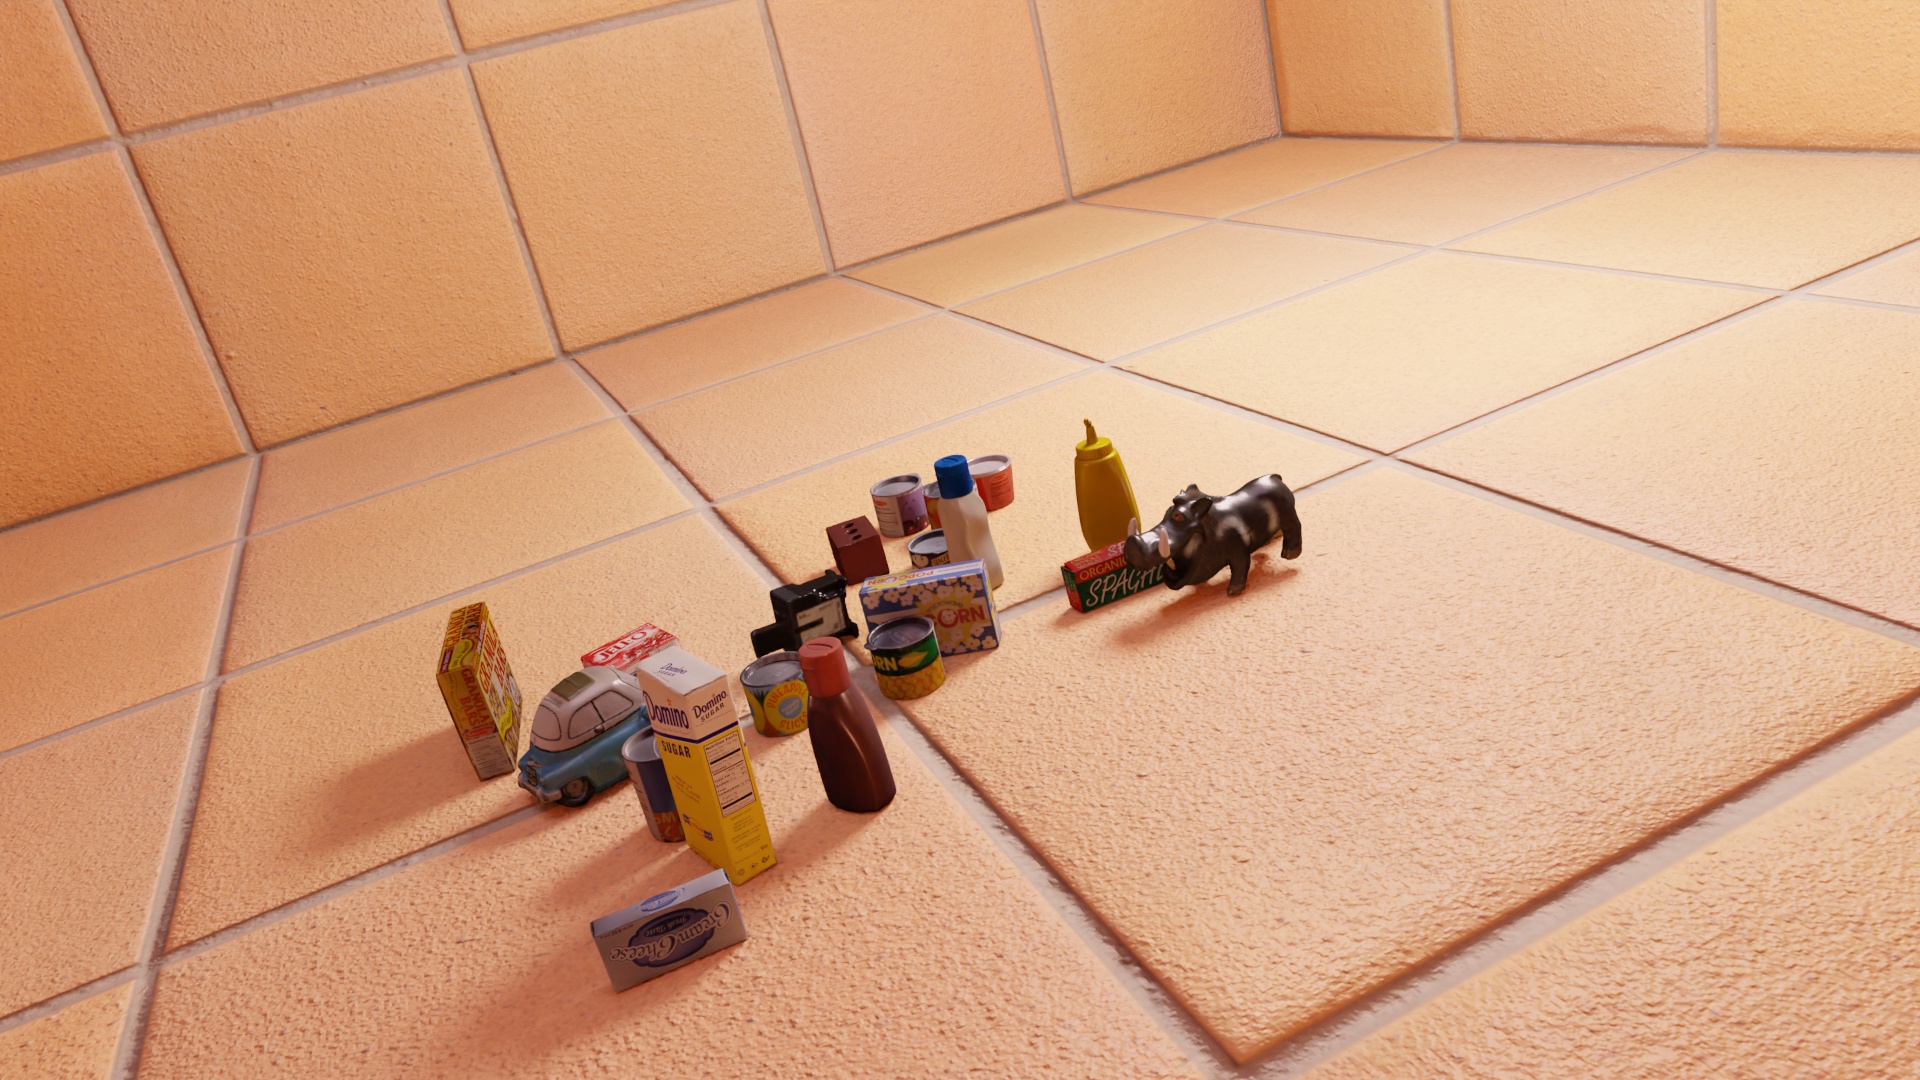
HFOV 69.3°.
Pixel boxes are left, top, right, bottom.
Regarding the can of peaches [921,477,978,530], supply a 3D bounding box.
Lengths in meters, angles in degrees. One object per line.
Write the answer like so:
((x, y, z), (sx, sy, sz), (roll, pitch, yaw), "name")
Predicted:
((-0.010, -0.040, 1.677), (0.071, 0.057, 0.071), (-12, 22, 5), "can of peaches")

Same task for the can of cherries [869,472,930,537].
((-0.072, -0.044, 1.723), (0.071, 0.058, 0.072), (-12, 22, 5), "can of cherries")

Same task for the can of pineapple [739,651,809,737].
((-0.170, 0.147, 1.325), (0.071, 0.057, 0.071), (-12, 22, 5), "can of pineapple")

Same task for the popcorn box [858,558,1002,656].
((-0.029, 0.072, 1.386), (0.127, 0.085, 0.038), (-10, 22, 9), "popcorn box")

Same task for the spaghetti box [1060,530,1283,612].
((0.223, 0.009, 1.438), (0.251, 0.050, 0.029), (-20, 23, -16), "spaghetti box")

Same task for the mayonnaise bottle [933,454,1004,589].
((0.005, -0.019, 1.500), (0.041, 0.147, 0.065), (-27, 25, -30), "mayonnaise bottle")

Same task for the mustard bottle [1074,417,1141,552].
((0.154, -0.060, 1.497), (0.065, 0.159, 0.049), (-13, 22, 3), "mustard bottle")

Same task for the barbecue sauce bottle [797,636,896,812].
((-0.099, 0.153, 1.150), (0.065, 0.148, 0.044), (3, 27, 36), "barbecue sauce bottle")

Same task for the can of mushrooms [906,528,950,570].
((-0.025, 0.015, 1.589), (0.071, 0.033, 0.071), (-12, 22, 5), "can of mushrooms")

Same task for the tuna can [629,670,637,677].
((-0.313, 0.155, 1.421), (0.071, 0.032, 0.071), (-12, 22, 5), "tuna can")

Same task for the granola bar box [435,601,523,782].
((-0.487, 0.150, 1.412), (0.039, 0.123, 0.166), (-17, 22, -9), "granola bar box")

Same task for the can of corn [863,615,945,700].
((-0.054, 0.114, 1.336), (0.071, 0.058, 0.071), (-12, 22, 5), "can of corn")

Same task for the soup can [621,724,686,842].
((-0.244, 0.205, 1.194), (0.071, 0.083, 0.071), (-12, 22, 5), "soup can")

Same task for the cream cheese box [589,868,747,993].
((-0.213, 0.287, 1.022), (0.104, 0.053, 0.024), (-20, 23, -15), "cream cheese box")

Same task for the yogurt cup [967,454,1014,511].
((0.035, -0.071, 1.732), (0.072, 0.053, 0.073), (-12, 22, 5), "yogurt cup")
